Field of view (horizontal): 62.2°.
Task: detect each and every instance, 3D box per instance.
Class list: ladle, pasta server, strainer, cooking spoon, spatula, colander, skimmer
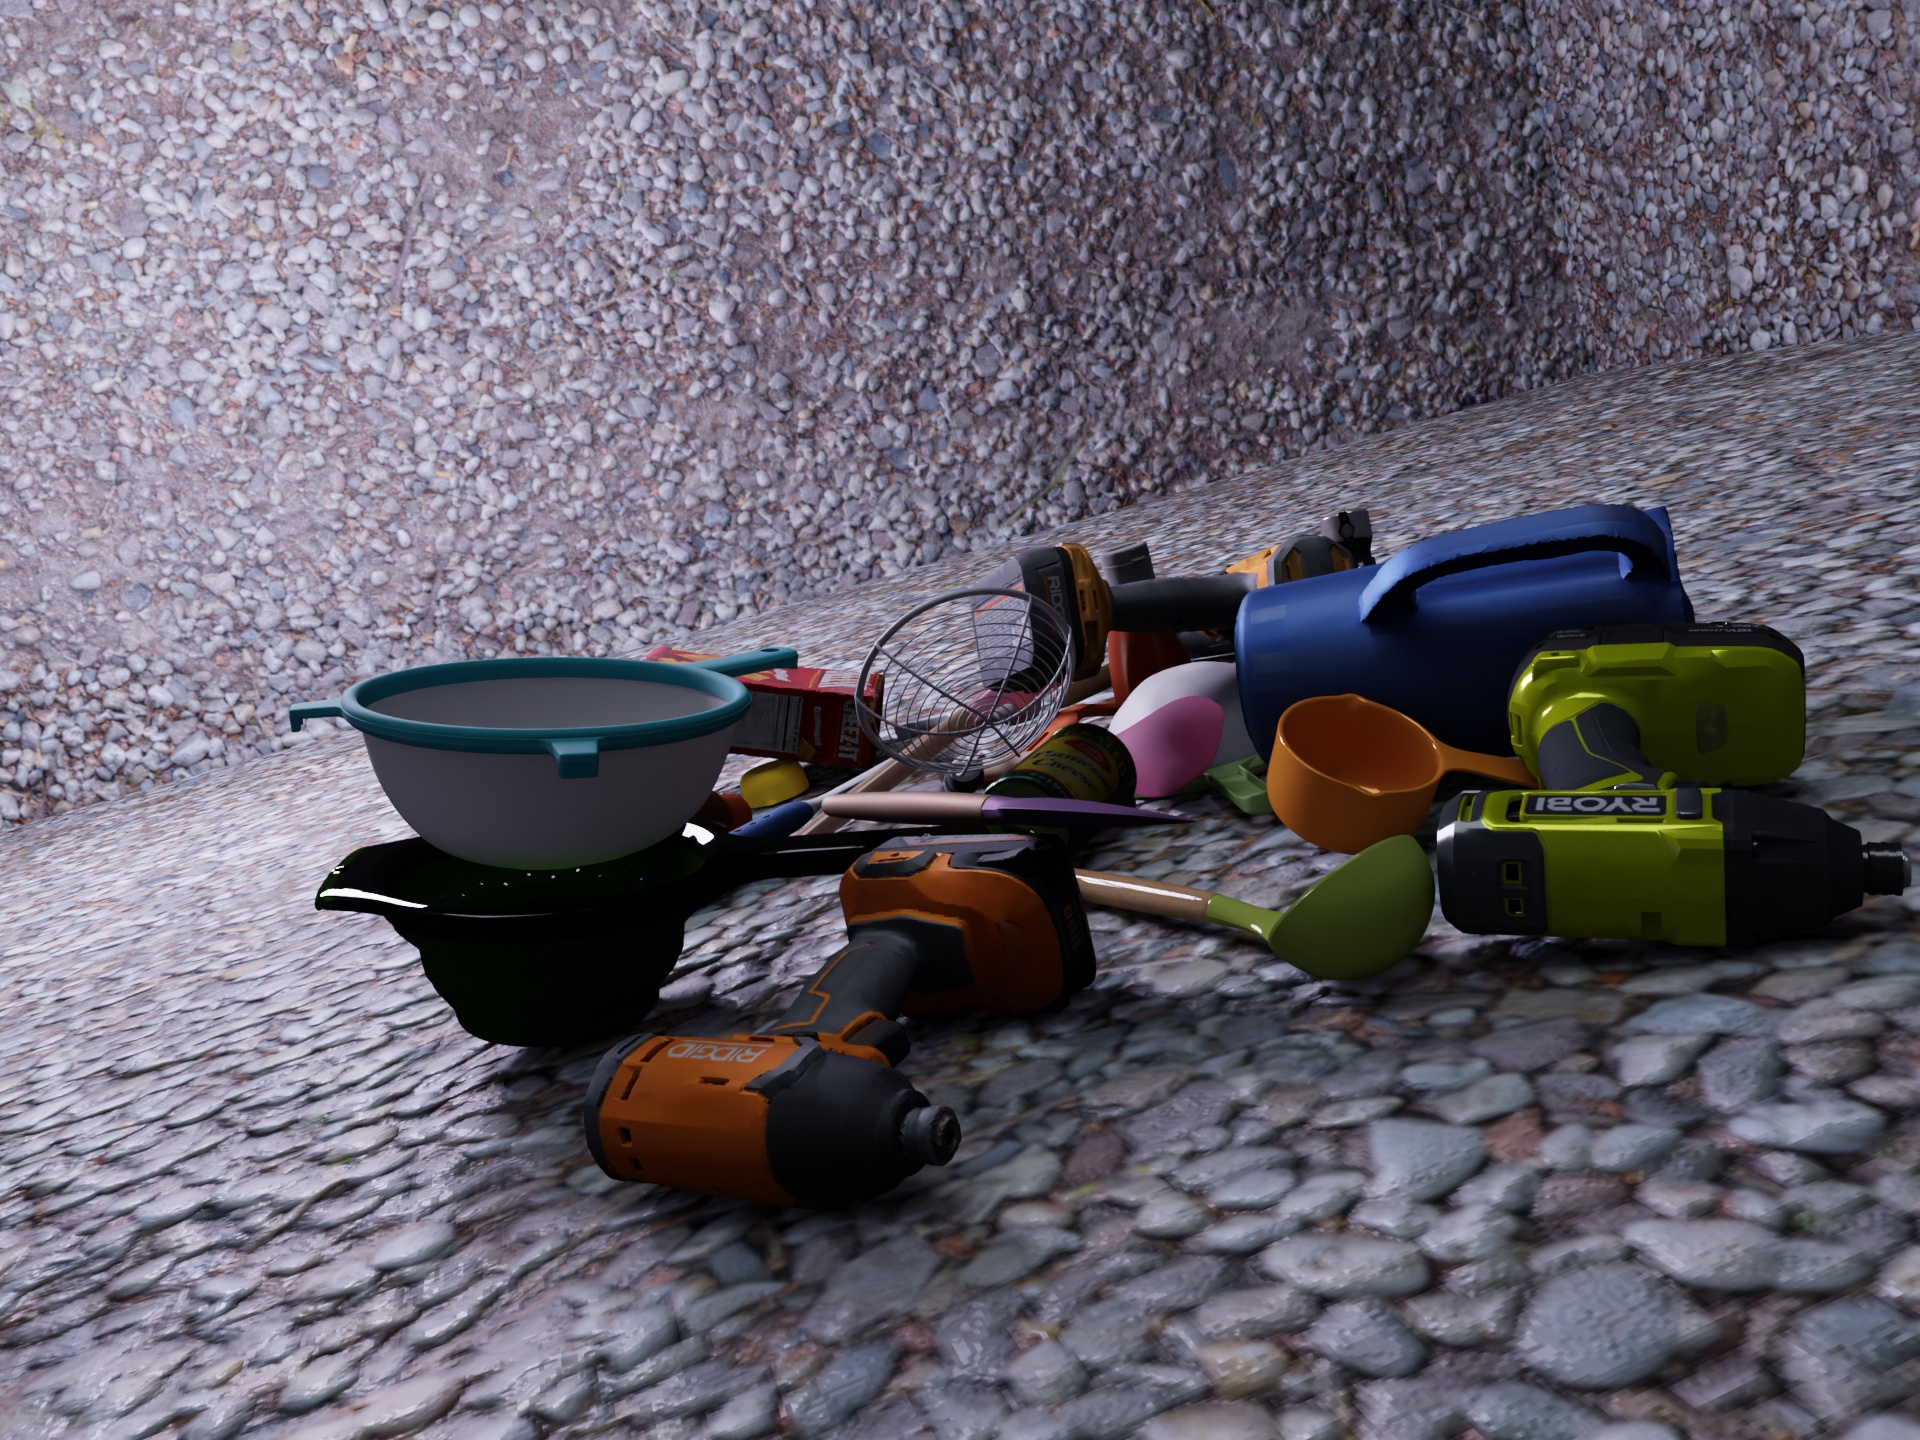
[{"bbox_3d":[0.109,0.080,0.794,0.078,0.062,0.320,-21,10,-27],"label":"ladle"},{"bbox_3d":[-0.018,0.013,1.165,0.316,0.060,0.040,-37,11,-32],"label":"pasta server"},{"bbox_3d":[-0.191,0.018,0.909,0.211,0.095,0.340,7,12,25],"label":"strainer"},{"bbox_3d":[0.072,0.026,1.102,0.017,0.069,0.319,24,-18,-28],"label":"cooking spoon"},{"bbox_3d":[0.159,-0.044,1.314,0.082,0.044,0.317,-10,9,34],"label":"spatula"},{"bbox_3d":[0.001,0.044,0.795,0.059,0.018,0.316,7,-5,-29],"label":"spatula"},{"bbox_3d":[-0.144,0.115,0.893,0.397,0.094,0.205,-3,11,-8],"label":"colander"},{"bbox_3d":[0.156,-0.009,1.261,0.322,0.041,0.081,-16,9,-29],"label":"spatula"},{"bbox_3d":[-0.002,-0.003,1.009,0.127,0.090,0.363,-19,-6,-5],"label":"skimmer"},{"bbox_3d":[0.162,0.006,1.046,0.151,0.069,0.256,-15,10,-2],"label":"strainer"}]

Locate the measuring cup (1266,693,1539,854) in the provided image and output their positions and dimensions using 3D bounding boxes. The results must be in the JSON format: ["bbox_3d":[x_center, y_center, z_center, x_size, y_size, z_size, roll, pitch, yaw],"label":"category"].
[{"bbox_3d":[0.248,0.039,0.844,0.173,0.052,0.095,10,34,0],"label":"measuring cup"}]

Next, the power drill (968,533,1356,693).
[{"bbox_3d":[0.123,-0.070,1.059,0.226,0.084,0.185,-7,-5,-18],"label":"power drill"}]

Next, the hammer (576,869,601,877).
[{"bbox_3d":[-0.286,0.098,1.238,0.143,0.038,0.386,-25,13,3],"label":"hammer"}]

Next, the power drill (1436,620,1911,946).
[{"bbox_3d":[0.317,0.028,0.713,0.171,0.080,0.223,-1,22,25],"label":"power drill"}]

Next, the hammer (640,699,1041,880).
[{"bbox_3d":[-0.111,0.065,1.165,0.144,0.035,0.405,-20,6,46],"label":"hammer"}]

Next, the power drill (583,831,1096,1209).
[{"bbox_3d":[-0.029,0.127,0.684,0.164,0.084,0.226,-4,19,35],"label":"power drill"}]

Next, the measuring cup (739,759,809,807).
[{"bbox_3d":[-0.206,0.063,1.348,0.156,0.029,0.062,-13,11,6],"label":"measuring cup"}]

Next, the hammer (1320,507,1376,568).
[{"bbox_3d":[0.300,-0.073,1.200,0.035,0.146,0.334,-12,0,13],"label":"hammer"}]
